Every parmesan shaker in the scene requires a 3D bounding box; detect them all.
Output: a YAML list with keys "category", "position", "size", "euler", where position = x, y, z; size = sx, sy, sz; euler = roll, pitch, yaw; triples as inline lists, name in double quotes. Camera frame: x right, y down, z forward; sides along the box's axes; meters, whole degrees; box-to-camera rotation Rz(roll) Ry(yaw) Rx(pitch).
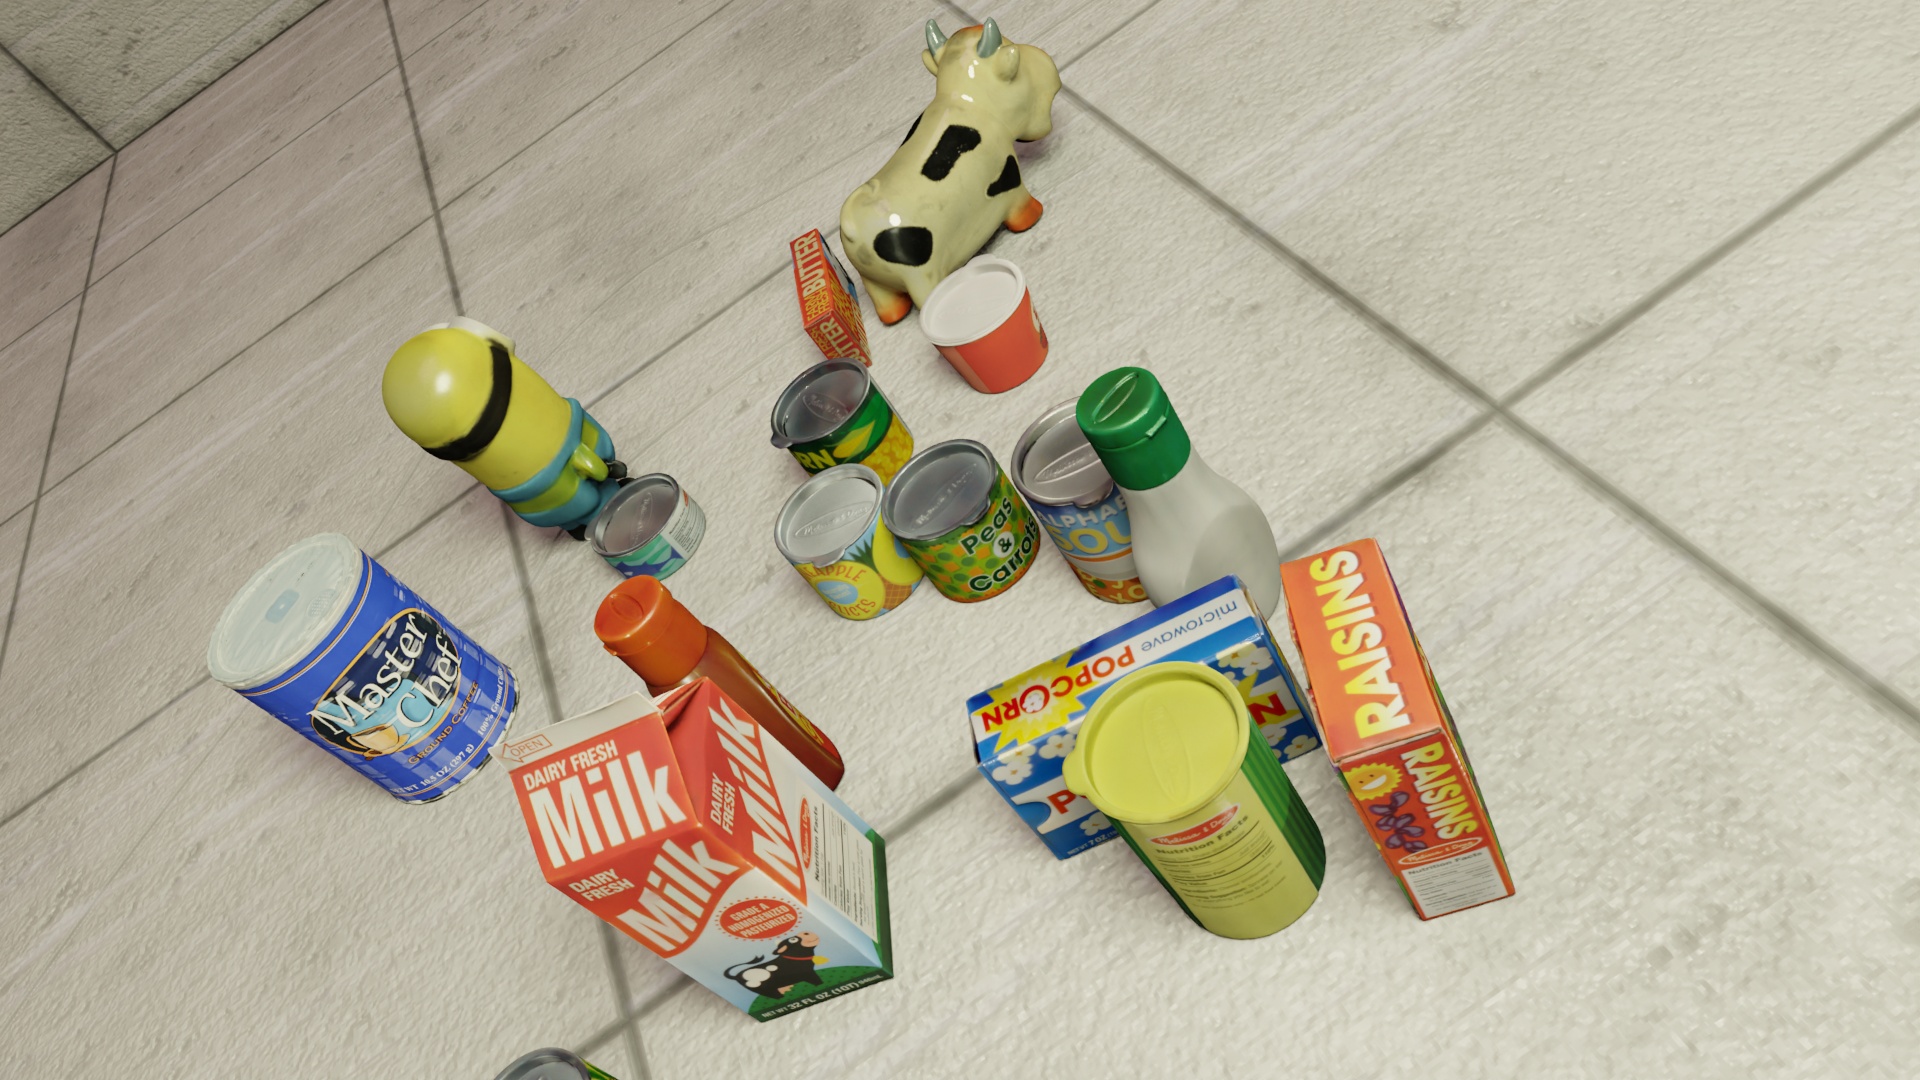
- category: "parmesan shaker"
  position: [0.091, 0.102, 0.532]
  size: [0.071, 0.102, 0.072]
  euler: [-18, 45, 19]

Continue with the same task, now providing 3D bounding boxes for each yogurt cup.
- category: "yogurt cup"
  position: [0.017, -0.124, 0.821]
  size: [0.072, 0.053, 0.073]
  euler: [-18, 45, 19]

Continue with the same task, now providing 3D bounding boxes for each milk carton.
- category: "milk carton"
  position: [-0.105, 0.123, 0.577]
  size: [0.072, 0.190, 0.074]
  euler: [-23, 44, 15]

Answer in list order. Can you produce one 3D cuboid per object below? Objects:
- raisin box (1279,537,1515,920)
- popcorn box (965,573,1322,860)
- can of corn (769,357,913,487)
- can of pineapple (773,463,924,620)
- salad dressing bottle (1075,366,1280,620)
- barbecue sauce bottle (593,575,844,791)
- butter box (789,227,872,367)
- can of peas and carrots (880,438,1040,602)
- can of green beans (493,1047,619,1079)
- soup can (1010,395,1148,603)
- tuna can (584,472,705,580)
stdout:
- category: "raisin box"
  position: [0.158, 0.070, 0.503]
  size: [0.040, 0.123, 0.086]
  euler: [-20, 44, 17]
- category: "popcorn box"
  position: [0.077, 0.076, 0.579]
  size: [0.126, 0.085, 0.038]
  euler: [-27, 43, 11]
- category: "can of corn"
  position: [-0.071, -0.063, 0.820]
  size: [0.071, 0.058, 0.071]
  euler: [-18, 45, 19]
- category: "can of pineapple"
  position: [-0.059, 0.003, 0.754]
  size: [0.071, 0.057, 0.071]
  euler: [-18, 45, 19]
- category: "salad dressing bottle"
  position: [0.095, -0.014, 0.601]
  size: [0.064, 0.147, 0.044]
  euler: [-48, 43, -12]
- category: "barbecue sauce bottle"
  position: [-0.115, 0.073, 0.659]
  size: [0.044, 0.148, 0.065]
  euler: [-49, 43, -13]
- category: "butter box"
  position: [-0.086, -0.157, 0.919]
  size: [0.024, 0.053, 0.104]
  euler: [-26, 43, 11]
- category: "can of peas and carrots"
  position: [0.003, -0.009, 0.723]
  size: [0.071, 0.058, 0.071]
  euler: [-18, 45, 19]
- category: "can of green beans"
  position: [-0.168, 0.260, 0.594]
  size: [0.071, 0.057, 0.071]
  euler: [-18, 45, 19]
- category: "soup can"
  position: [0.071, -0.017, 0.667]
  size: [0.071, 0.083, 0.072]
  euler: [-18, 45, 19]
- category: "tuna can"
  position: [-0.197, -0.006, 0.871]
  size: [0.071, 0.032, 0.071]
  euler: [-18, 45, 19]
